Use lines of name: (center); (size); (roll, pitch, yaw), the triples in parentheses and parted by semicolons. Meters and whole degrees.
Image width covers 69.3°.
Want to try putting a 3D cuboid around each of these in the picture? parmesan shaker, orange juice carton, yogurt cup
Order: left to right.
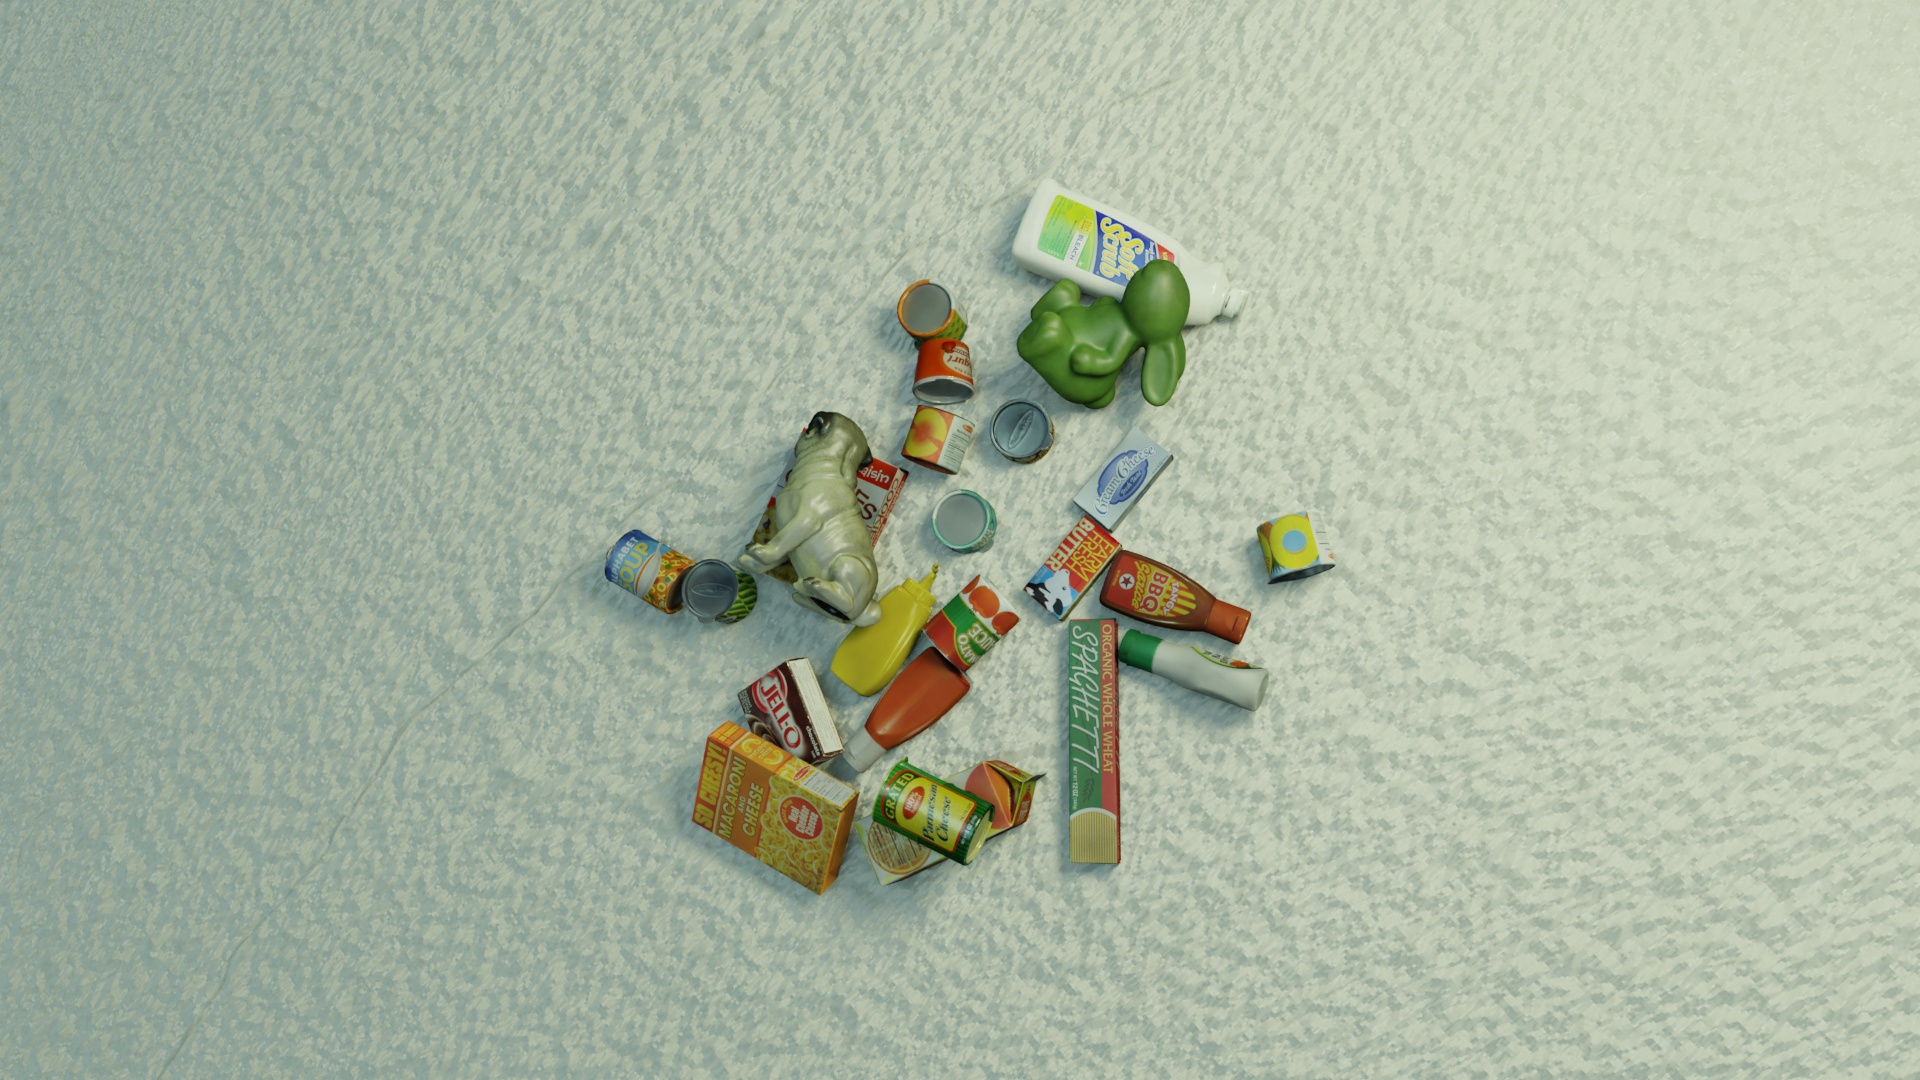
parmesan shaker: (-0.025, 0.263, 1.353); (0.103, 0.071, 0.071); (23, 87, 17)
yogurt cup: (-0.018, -0.184, 1.507); (0.072, 0.072, 0.054); (-4, 72, 13)
orange juice carton: (-0.002, 0.279, 1.417); (0.192, 0.072, 0.073); (-27, 76, 8)

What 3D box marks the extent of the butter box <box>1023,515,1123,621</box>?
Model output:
butter box: (0.119, 0.029, 1.456); (0.053, 0.024, 0.103); (39, 91, 16)

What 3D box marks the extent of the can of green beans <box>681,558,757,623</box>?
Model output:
can of green beans: (-0.264, 0.057, 1.527); (0.071, 0.058, 0.071); (-2, 80, 13)

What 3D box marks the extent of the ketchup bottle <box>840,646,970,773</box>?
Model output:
ketchup bottle: (-0.062, 0.182, 1.463); (0.149, 0.043, 0.065); (-44, 73, 3)

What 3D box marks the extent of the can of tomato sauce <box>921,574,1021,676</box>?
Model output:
can of tomato sauce: (0.013, 0.087, 1.449); (0.083, 0.071, 0.071); (-43, 74, 3)

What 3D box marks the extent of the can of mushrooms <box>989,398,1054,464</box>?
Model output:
can of mushrooms: (0.069, -0.115, 1.489); (0.071, 0.033, 0.071); (-2, 79, 13)

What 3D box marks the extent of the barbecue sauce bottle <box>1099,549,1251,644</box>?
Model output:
barbecue sauce bottle: (0.220, 0.063, 1.416); (0.149, 0.043, 0.065); (21, 85, 16)

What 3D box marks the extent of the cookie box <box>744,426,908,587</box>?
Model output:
cookie box: (-0.148, -0.025, 1.523); (0.123, 0.040, 0.167); (24, 88, 16)

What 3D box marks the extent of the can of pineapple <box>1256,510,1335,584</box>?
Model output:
can of pineapple: (0.332, 0.007, 1.387); (0.071, 0.071, 0.058); (-15, 77, 11)

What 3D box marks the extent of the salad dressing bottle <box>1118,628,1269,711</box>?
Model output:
salad dressing bottle: (0.233, 0.128, 1.395); (0.148, 0.064, 0.044); (18, 95, 23)

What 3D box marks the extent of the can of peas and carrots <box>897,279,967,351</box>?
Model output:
can of peas and carrots: (-0.032, -0.245, 1.522); (0.071, 0.058, 0.071); (-2, 80, 14)

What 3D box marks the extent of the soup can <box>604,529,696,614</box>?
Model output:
soup can: (-0.343, 0.035, 1.542); (0.084, 0.071, 0.071); (27, 88, 16)

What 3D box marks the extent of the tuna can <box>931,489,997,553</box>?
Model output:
tuna can: (0.005, -0.019, 1.487); (0.071, 0.033, 0.071); (-2, 80, 14)

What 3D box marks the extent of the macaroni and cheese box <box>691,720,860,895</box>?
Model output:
macaroni and cheese box: (-0.195, 0.279, 1.452); (0.166, 0.040, 0.123); (26, 121, 17)

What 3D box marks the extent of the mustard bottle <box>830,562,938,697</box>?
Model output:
mustard bottle: (-0.070, 0.090, 1.478); (0.065, 0.049, 0.160); (39, 90, 17)

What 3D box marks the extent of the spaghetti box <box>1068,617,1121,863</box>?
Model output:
spaghetti box: (0.137, 0.203, 1.419); (0.050, 0.028, 0.250); (-2, 80, 13)

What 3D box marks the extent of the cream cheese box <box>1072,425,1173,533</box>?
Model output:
cream cheese box: (0.171, -0.064, 1.460); (0.053, 0.024, 0.104); (40, 91, 18)

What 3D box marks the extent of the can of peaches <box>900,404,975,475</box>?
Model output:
can of peaches: (-0.026, -0.108, 1.494); (0.071, 0.071, 0.058); (18, 86, 16)
